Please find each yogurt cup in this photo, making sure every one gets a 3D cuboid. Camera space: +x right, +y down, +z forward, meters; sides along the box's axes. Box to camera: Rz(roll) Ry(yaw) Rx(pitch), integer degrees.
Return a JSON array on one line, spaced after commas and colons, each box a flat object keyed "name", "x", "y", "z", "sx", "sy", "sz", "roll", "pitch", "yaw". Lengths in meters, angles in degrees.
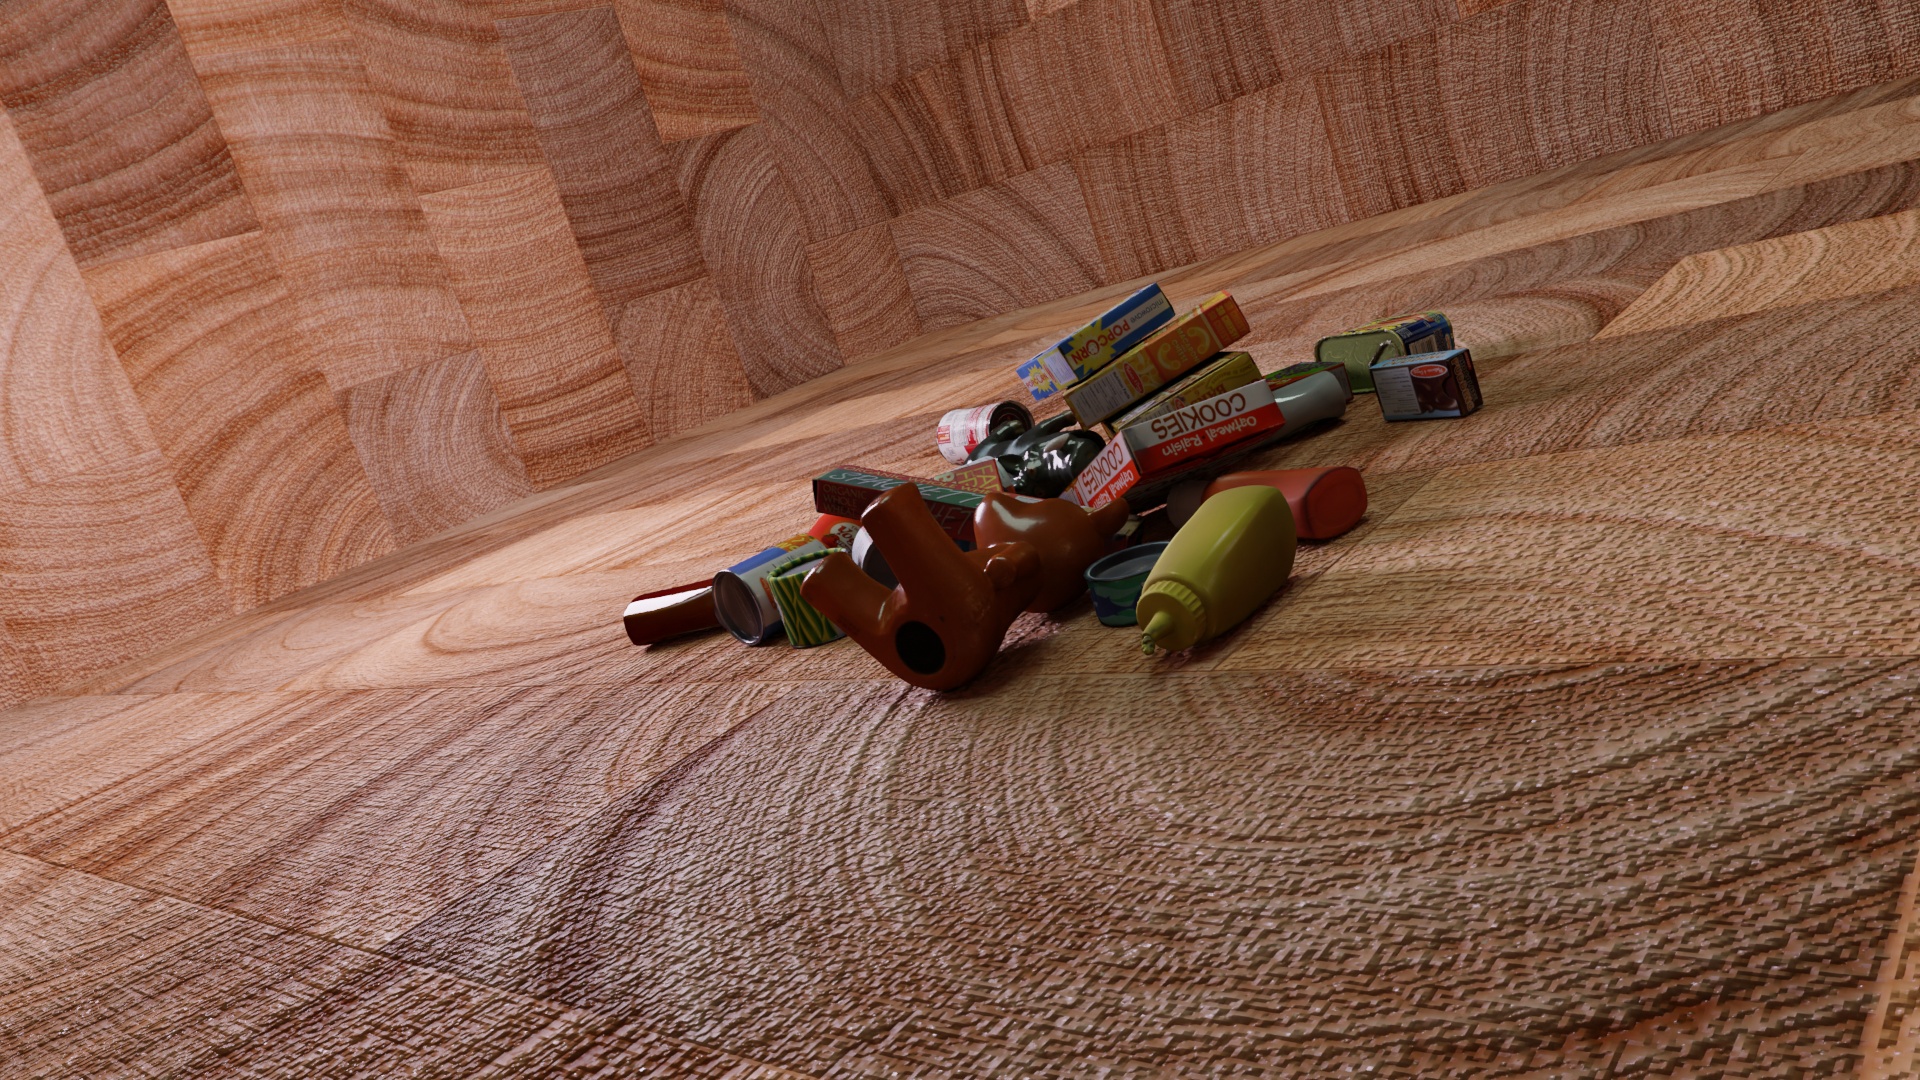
[{"name": "yogurt cup", "x": -0.109, "y": 0.014, "z": 1.198, "sx": 0.072, "sy": 0.072, "sz": 0.054, "roll": -10, "pitch": 22, "yaw": 33}]

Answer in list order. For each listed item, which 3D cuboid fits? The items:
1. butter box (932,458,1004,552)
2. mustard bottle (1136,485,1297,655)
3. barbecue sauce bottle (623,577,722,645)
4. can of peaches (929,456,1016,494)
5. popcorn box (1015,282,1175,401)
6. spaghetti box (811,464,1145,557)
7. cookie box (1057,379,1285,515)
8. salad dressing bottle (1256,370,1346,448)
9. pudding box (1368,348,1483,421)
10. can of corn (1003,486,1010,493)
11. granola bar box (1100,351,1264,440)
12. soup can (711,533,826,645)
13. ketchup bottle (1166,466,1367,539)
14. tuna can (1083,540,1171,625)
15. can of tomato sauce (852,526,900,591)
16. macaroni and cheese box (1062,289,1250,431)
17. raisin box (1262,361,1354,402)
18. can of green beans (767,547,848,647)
[{"name": "butter box", "x": 0.015, "y": -0.013, "z": 1.077, "sx": 0.053, "sy": 0.024, "sz": 0.104, "roll": -16, "pitch": 55, "yaw": 3}, {"name": "mustard bottle", "x": 0.141, "y": 0.022, "z": 0.800, "sx": 0.049, "sy": 0.065, "sz": 0.161, "roll": -2, "pitch": 24, "yaw": 41}, {"name": "barbecue sauce bottle", "x": -0.218, "y": 0.056, "z": 1.217, "sx": 0.148, "sy": 0.043, "sz": 0.065, "roll": -13, "pitch": 13, "yaw": 20}, {"name": "can of peaches", "x": 0.011, "y": -0.033, "z": 1.227, "sx": 0.058, "sy": 0.071, "sz": 0.071, "roll": -23, "pitch": 13, "yaw": -20}, {"name": "popcorn box", "x": 0.123, "y": -0.180, "z": 1.259, "sx": 0.127, "sy": 0.038, "sz": 0.085, "roll": -35, "pitch": 7, "yaw": -24}, {"name": "spaghetti box", "x": 0.010, "y": -0.020, "z": 1.035, "sx": 0.250, "sy": 0.028, "sz": 0.050, "roll": 11, "pitch": 20, "yaw": 20}, {"name": "cookie box", "x": 0.154, "y": -0.058, "z": 1.049, "sx": 0.123, "sy": 0.040, "sz": 0.167, "roll": -21, "pitch": -10, "yaw": -17}, {"name": "salad dressing bottle", "x": 0.261, "y": -0.102, "z": 1.214, "sx": 0.148, "sy": 0.044, "sz": 0.064, "roll": -22, "pitch": 5, "yaw": -6}, {"name": "pudding box", "x": 0.378, "y": -0.125, "z": 1.129, "sx": 0.030, "sy": 0.049, "sz": 0.083, "roll": -27, "pitch": 14, "yaw": -27}, {"name": "can of corn", "x": 0.004, "y": -0.014, "z": 1.148, "sx": 0.071, "sy": 0.071, "sz": 0.058, "roll": -26, "pitch": 13, "yaw": -30}, {"name": "granola bar box", "x": 0.190, "y": -0.120, "z": 1.219, "sx": 0.124, "sy": 0.039, "sz": 0.166, "roll": -31, "pitch": 7, "yaw": 3}, {"name": "soup can", "x": -0.152, "y": 0.040, "z": 1.138, "sx": 0.084, "sy": 0.071, "sz": 0.071, "roll": -28, "pitch": 15, "yaw": -39}, {"name": "ketchup bottle", "x": 0.204, "y": -0.026, "z": 0.959, "sx": 0.065, "sy": 0.043, "sz": 0.148, "roll": -24, "pitch": 13, "yaw": -30}, {"name": "tuna can", "x": 0.116, "y": 0.027, "z": 0.882, "sx": 0.071, "sy": 0.032, "sz": 0.071, "roll": -18, "pitch": 12, "yaw": 4}, {"name": "can of tomato sauce", "x": -0.047, "y": 0.016, "z": 1.093, "sx": 0.071, "sy": 0.071, "sz": 0.083, "roll": -20, "pitch": 12, "yaw": -7}, {"name": "macaroni and cheese box", "x": 0.175, "y": -0.162, "z": 1.240, "sx": 0.166, "sy": 0.040, "sz": 0.124, "roll": -30, "pitch": 7, "yaw": 13}, {"name": "raisin box", "x": 0.291, "y": -0.130, "z": 1.303, "sx": 0.123, "sy": 0.040, "sz": 0.086, "roll": -20, "pitch": 12, "yaw": -12}, {"name": "can of green beans", "x": -0.110, "y": 0.044, "z": 1.077, "sx": 0.071, "sy": 0.057, "sz": 0.071, "roll": -18, "pitch": 12, "yaw": 4}]
